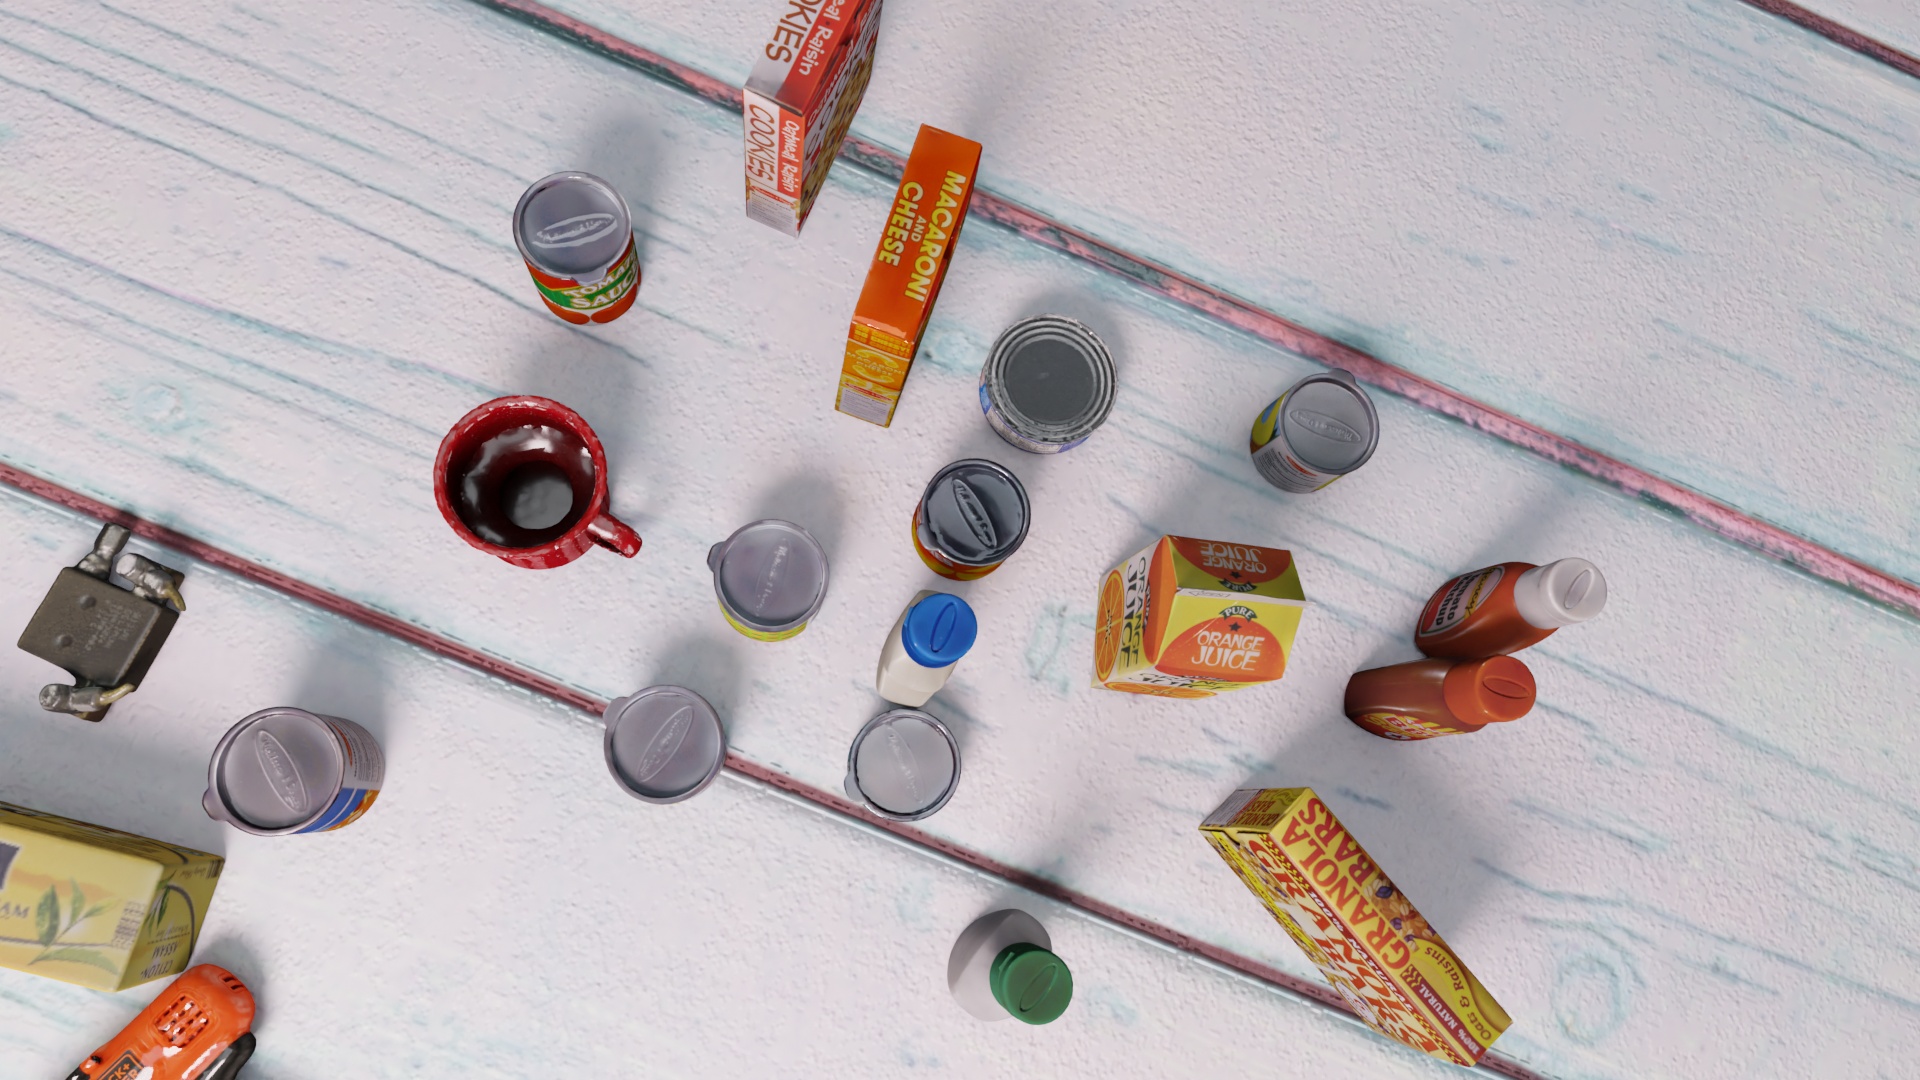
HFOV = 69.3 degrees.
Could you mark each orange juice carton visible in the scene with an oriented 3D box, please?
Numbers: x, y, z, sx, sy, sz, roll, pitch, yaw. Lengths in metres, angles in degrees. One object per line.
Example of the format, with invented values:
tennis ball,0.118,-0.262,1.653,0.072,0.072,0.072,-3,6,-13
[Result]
orange juice carton,0.132,0.045,0.786,0.072,0.192,0.073,8,78,-7

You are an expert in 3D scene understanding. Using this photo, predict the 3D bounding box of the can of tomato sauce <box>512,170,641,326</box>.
can of tomato sauce,-0.226,-0.171,0.833,0.071,0.083,0.071,2,79,-8

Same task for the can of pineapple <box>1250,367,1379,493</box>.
can of pineapple,0.227,-0.069,0.893,0.071,0.057,0.071,2,79,-8

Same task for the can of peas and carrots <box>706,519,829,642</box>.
can of peas and carrots,-0.115,0.024,0.823,0.071,0.058,0.071,2,79,-8

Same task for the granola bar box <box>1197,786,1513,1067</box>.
granola bar box,0.220,0.218,0.800,0.039,0.124,0.165,-40,87,-13

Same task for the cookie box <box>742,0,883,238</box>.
cookie box,-0.087,-0.271,0.831,0.040,0.167,0.123,23,77,-3

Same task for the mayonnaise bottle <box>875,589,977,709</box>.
mayonnaise bottle,-0.019,0.059,0.784,0.041,0.147,0.065,22,77,-4

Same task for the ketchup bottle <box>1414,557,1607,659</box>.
ketchup bottle,0.332,0.041,0.840,0.043,0.148,0.065,36,76,0

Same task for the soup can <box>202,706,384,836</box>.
soup can,-0.359,0.127,0.752,0.071,0.083,0.071,2,79,-8

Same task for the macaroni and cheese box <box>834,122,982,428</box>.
macaroni and cheese box,-0.032,-0.149,0.815,0.040,0.166,0.124,19,77,-4

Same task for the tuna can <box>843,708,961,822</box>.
tuna can,-0.037,0.135,0.825,0.071,0.032,0.071,2,79,-8

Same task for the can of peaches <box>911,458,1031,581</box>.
can of peaches,0.003,-0.011,0.848,0.071,0.058,0.071,2,79,-8

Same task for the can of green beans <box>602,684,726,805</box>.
can of green beans,-0.168,0.118,0.796,0.071,0.057,0.071,2,79,-8

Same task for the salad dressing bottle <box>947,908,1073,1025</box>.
salad dressing bottle,0.027,0.234,0.756,0.044,0.147,0.064,41,76,1

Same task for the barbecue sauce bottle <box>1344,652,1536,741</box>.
barbecue sauce bottle,0.285,0.093,0.822,0.065,0.148,0.044,16,77,-5
